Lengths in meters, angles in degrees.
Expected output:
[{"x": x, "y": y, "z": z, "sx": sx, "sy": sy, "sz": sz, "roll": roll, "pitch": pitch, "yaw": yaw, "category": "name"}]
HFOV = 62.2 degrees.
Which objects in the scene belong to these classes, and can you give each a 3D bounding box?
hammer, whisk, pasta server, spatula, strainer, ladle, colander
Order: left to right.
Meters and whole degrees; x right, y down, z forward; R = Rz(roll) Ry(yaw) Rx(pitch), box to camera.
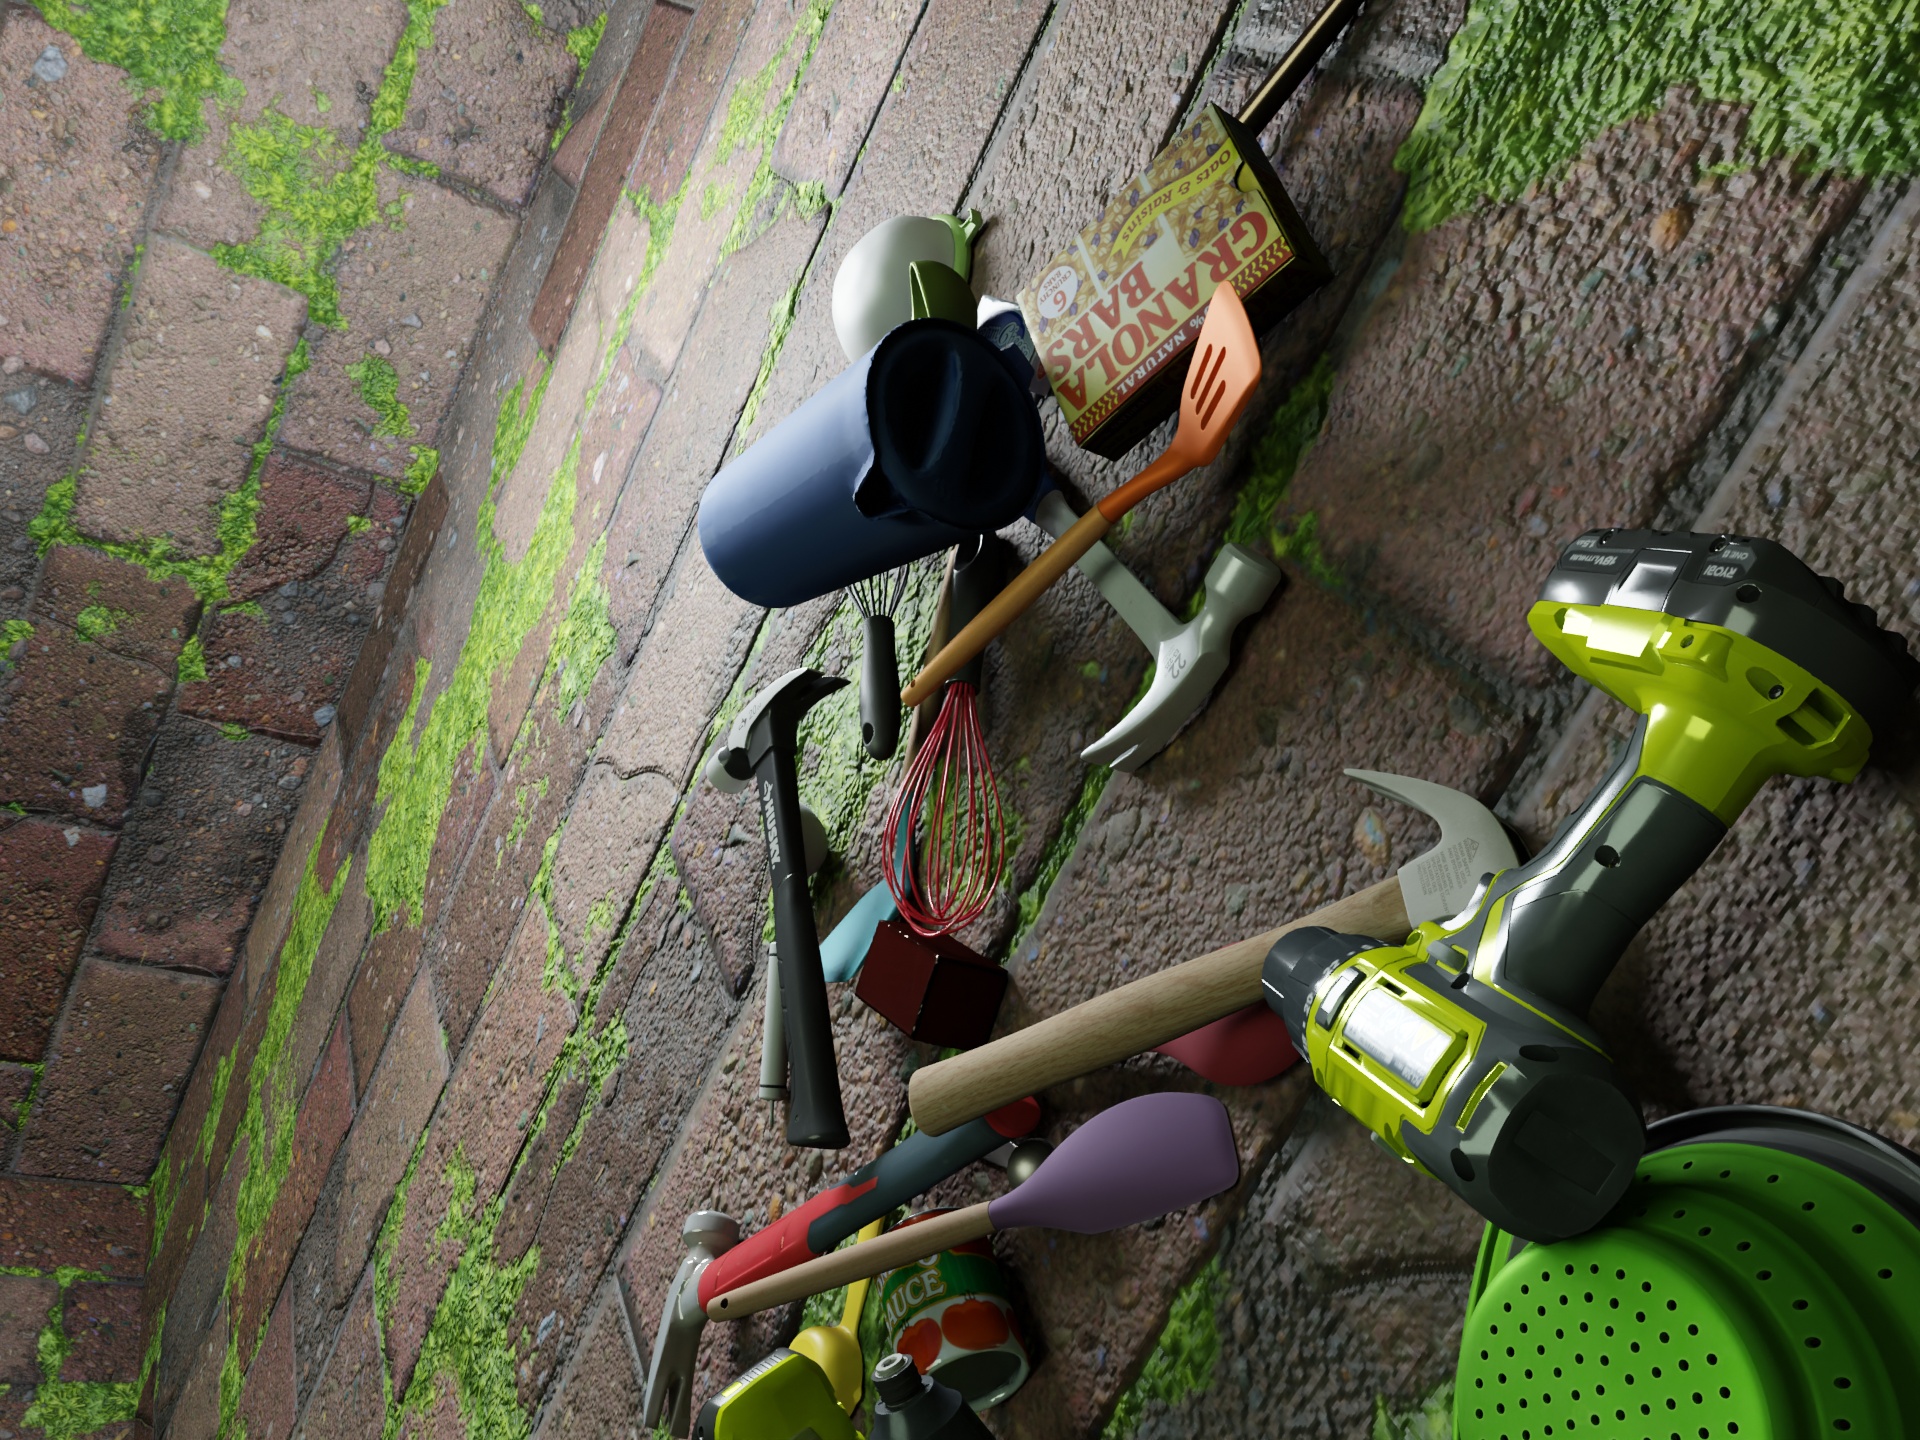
[{"x": -0.123, "y": 0.155, "z": 1.124, "sx": 0.087, "sy": 0.050, "sz": 0.258, "roll": 136, "pitch": 139, "yaw": -73, "category": "strainer"}, {"x": -0.105, "y": 0.116, "z": 1.017, "sx": 0.146, "sy": 0.035, "sz": 0.335, "roll": -46, "pitch": 42, "yaw": 36, "category": "hammer"}, {"x": -0.081, "y": 0.310, "z": 0.943, "sx": 0.386, "sy": 0.038, "sz": 0.143, "roll": -42, "pitch": 28, "yaw": 41, "category": "hammer"}, {"x": -0.095, "y": -0.237, "z": 1.191, "sx": 0.320, "sy": 0.062, "sz": 0.078, "roll": -30, "pitch": 69, "yaw": 45, "category": "ladle"}, {"x": -0.076, "y": -0.285, "z": 1.241, "sx": 0.151, "sy": 0.069, "sz": 0.256, "roll": 13, "pitch": 85, "yaw": 59, "category": "strainer"}, {"x": -0.059, "y": -0.062, "z": 1.097, "sx": 0.055, "sy": 0.055, "sz": 0.239, "roll": -47, "pitch": 32, "yaw": 35, "category": "whisk"}, {"x": -0.037, "y": 0.020, "z": 1.051, "sx": 0.082, "sy": 0.044, "sz": 0.317, "roll": -11, "pitch": 64, "yaw": 63, "category": "spatula"}, {"x": -0.004, "y": 0.256, "z": 0.806, "sx": 0.316, "sy": 0.018, "sz": 0.060, "roll": -27, "pitch": 50, "yaw": 22, "category": "spatula"}, {"x": -0.002, "y": -0.003, "z": 0.997, "sx": 0.073, "sy": 0.073, "sz": 0.296, "roll": -31, "pitch": 44, "yaw": 48, "category": "whisk"}, {"x": 0.055, "y": -0.122, "z": 0.984, "sx": 0.144, "sy": 0.035, "sz": 0.406, "roll": -60, "pitch": 33, "yaw": 19, "category": "hammer"}, {"x": 0.059, "y": -0.105, "z": 0.890, "sx": 0.322, "sy": 0.041, "sz": 0.081, "roll": -42, "pitch": 40, "yaw": 34, "category": "spatula"}, {"x": 0.065, "y": 0.171, "z": 0.833, "sx": 0.315, "sy": 0.031, "sz": 0.069, "roll": -29, "pitch": 49, "yaw": 51, "category": "ladle"}, {"x": 0.104, "y": 0.123, "z": 0.724, "sx": 0.331, "sy": 0.031, "sz": 0.130, "roll": -29, "pitch": 48, "yaw": 31, "category": "hammer"}, {"x": 0.148, "y": -0.316, "z": 0.949, "sx": 0.316, "sy": 0.040, "sz": 0.060, "roll": -49, "pitch": 38, "yaw": 27, "category": "pasta server"}, {"x": 0.267, "y": 0.217, "z": 0.420, "sx": 0.397, "sy": 0.094, "sz": 0.204, "roll": 1, "pitch": 76, "yaw": 58, "category": "colander"}]

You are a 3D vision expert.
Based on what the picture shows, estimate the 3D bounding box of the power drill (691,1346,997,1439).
[{"x": -0.041, "y": 0.386, "z": 0.786, "sx": 0.223, "sy": 0.080, "sz": 0.171, "roll": -23, "pitch": 92, "yaw": 54, "category": "power drill"}]

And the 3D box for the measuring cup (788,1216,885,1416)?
[{"x": -0.074, "y": 0.344, "z": 0.958, "sx": 0.062, "sy": 0.029, "sz": 0.156, "roll": 1, "pitch": 75, "yaw": 58, "category": "measuring cup"}]

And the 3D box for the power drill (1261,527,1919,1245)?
[{"x": 0.203, "y": 0.048, "z": 0.562, "sx": 0.228, "sy": 0.080, "sz": 0.191, "roll": -56, "pitch": 16, "yaw": 0, "category": "power drill"}]

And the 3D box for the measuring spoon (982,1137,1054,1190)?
[{"x": 0.012, "y": 0.236, "z": 0.887, "sx": 0.124, "sy": 0.018, "sz": 0.034, "roll": 8, "pitch": 82, "yaw": 59, "category": "measuring spoon"}]
